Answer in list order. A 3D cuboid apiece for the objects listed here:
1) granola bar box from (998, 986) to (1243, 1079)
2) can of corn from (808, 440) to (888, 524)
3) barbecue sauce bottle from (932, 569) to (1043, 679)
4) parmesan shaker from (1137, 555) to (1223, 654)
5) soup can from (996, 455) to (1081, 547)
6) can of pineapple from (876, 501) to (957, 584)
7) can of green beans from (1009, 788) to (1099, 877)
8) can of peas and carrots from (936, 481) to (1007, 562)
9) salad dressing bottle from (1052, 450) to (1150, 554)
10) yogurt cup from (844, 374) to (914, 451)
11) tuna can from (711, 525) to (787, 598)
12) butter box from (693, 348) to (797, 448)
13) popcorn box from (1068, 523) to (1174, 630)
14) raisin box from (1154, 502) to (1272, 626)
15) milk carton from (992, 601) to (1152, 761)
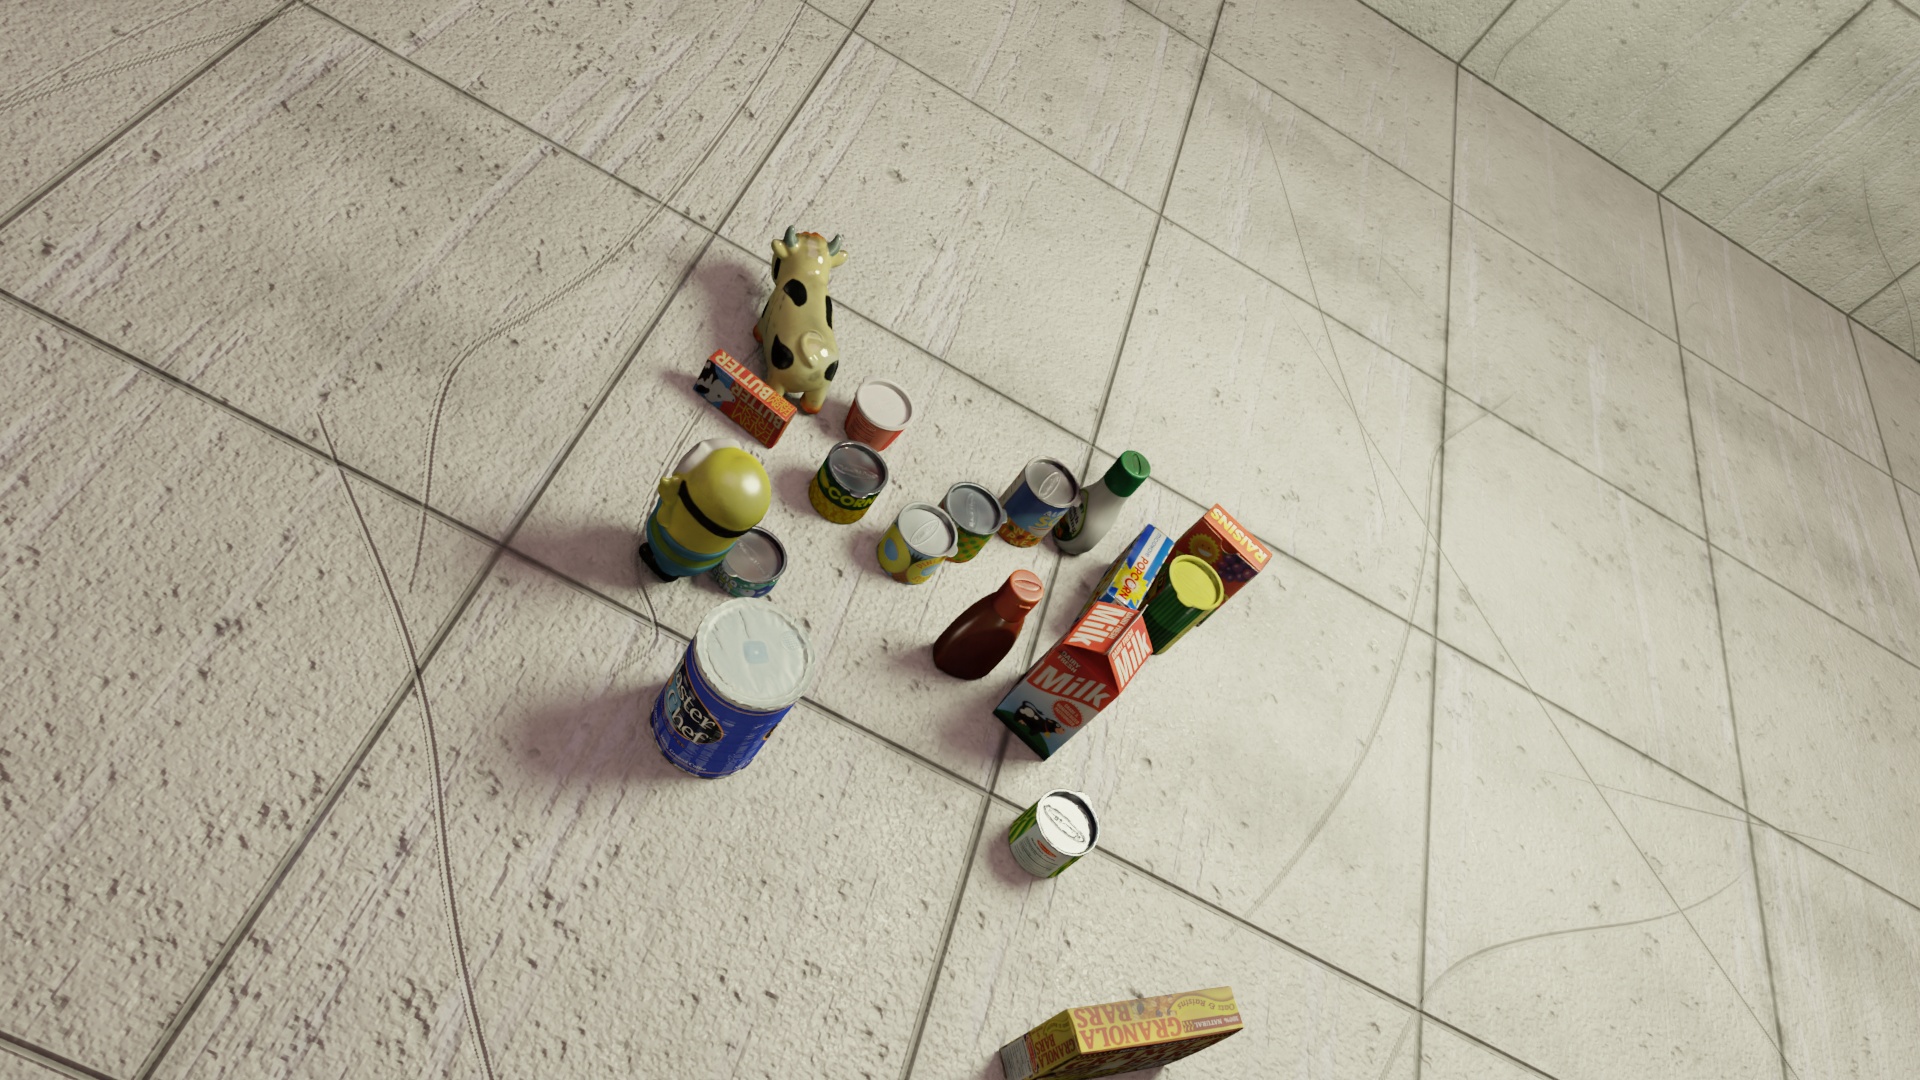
[{"bbox_3d":[0.134,0.418,1.161,0.166,0.123,0.039,3,56,-29],"label":"granola bar box"},{"bbox_3d":[-0.114,-0.056,1.411,0.071,0.058,0.071,16,51,-20],"label":"can of corn"},{"bbox_3d":[0.030,0.081,1.333,0.065,0.147,0.044,13,52,-22],"label":"barbecue sauce bottle"},{"bbox_3d":[0.223,0.071,1.483,0.071,0.102,0.071,16,51,-20],"label":"parmesan shaker"},{"bbox_3d":[0.082,-0.039,1.495,0.071,0.083,0.072,16,51,-20],"label":"soup can"},{"bbox_3d":[-0.044,0.005,1.408,0.071,0.057,0.071,16,51,-20],"label":"can of pineapple"},{"bbox_3d":[0.086,0.272,1.287,0.071,0.057,0.071,16,51,-20],"label":"can of green beans"},{"bbox_3d":[0.005,-0.018,1.452,0.071,0.058,0.071,16,51,-20],"label":"can of peas and carrots"},{"bbox_3d":[0.152,-0.041,1.494,0.044,0.147,0.064,14,52,-21],"label":"salad dressing bottle"},{"bbox_3d":[-0.089,-0.131,1.484,0.072,0.053,0.073,16,51,-20],"label":"yogurt cup"},{"bbox_3d":[-0.203,0.022,1.319,0.071,0.032,0.071,16,51,-20],"label":"tuna can"},{"bbox_3d":[-0.220,-0.144,1.418,0.103,0.053,0.024,38,47,0],"label":"butter box"},{"bbox_3d":[0.173,0.049,1.482,0.038,0.084,0.127,38,47,-1],"label":"popcorn box"},{"bbox_3d":[0.271,0.028,1.529,0.086,0.122,0.040,45,47,6],"label":"raisin box"},{"bbox_3d":[0.114,0.126,1.319,0.073,0.189,0.073,42,47,3],"label":"milk carton"}]
